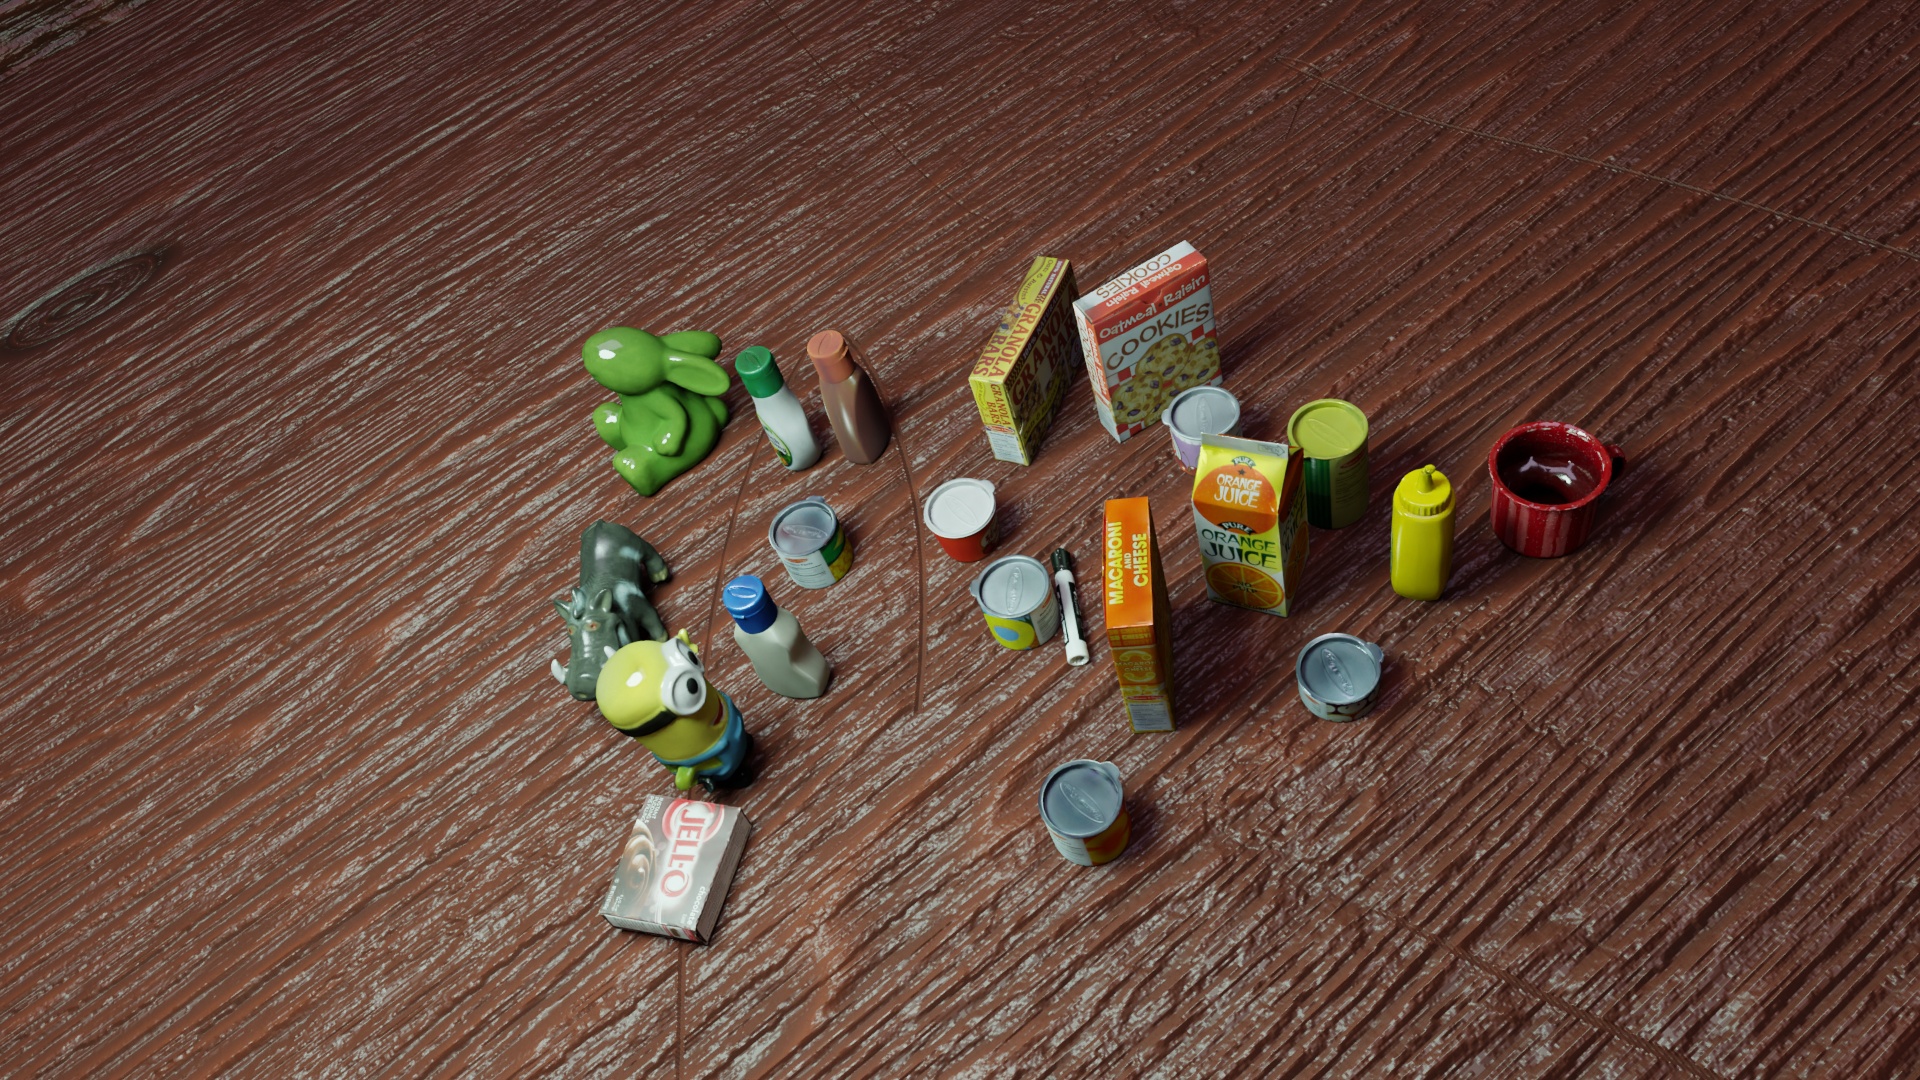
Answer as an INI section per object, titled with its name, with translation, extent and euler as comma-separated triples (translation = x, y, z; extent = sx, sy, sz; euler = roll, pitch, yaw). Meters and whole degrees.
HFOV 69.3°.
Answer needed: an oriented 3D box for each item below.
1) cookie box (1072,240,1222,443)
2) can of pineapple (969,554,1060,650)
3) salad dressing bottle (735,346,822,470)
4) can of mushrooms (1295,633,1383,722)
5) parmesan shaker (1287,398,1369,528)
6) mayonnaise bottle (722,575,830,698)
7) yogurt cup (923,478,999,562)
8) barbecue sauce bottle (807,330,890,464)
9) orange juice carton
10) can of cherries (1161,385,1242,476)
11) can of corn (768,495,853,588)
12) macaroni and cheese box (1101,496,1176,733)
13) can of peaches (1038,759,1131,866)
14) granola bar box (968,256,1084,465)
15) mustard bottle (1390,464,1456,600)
[cookie box]
translation = 0.179, -0.183, 1.301
extent = 0.123, 0.166, 0.040
euler = -30, 52, -7
[can of pineapple]
translation = 0.050, 0.055, 1.228
extent = 0.071, 0.057, 0.071
euler = -8, 52, 11
[salad dressing bottle]
translation = -0.181, -0.131, 1.378
extent = 0.044, 0.147, 0.064
euler = -35, 52, -10
[can of mushrooms]
translation = 0.309, 0.111, 1.127
extent = 0.071, 0.033, 0.071
euler = -8, 52, 10
[parmesan shaker]
translation = 0.319, -0.064, 1.211
extent = 0.071, 0.102, 0.071
euler = -8, 52, 11
[mayonnaise bottle]
translation = -0.163, 0.085, 1.209
extent = 0.065, 0.147, 0.041
euler = 6, 56, 20
[yogurt cup]
translation = 0.005, -0.016, 1.298
extent = 0.072, 0.053, 0.073
euler = -8, 52, 10
[barbecue sauce bottle]
translation = -0.110, -0.143, 1.366
extent = 0.043, 0.148, 0.065
euler = 7, 56, 21
[orange juice carton]
translation = 0.240, -0.023, 1.146
extent = 0.072, 0.191, 0.073
euler = 13, 59, 24
[can of cherries]
translation = 0.226, -0.101, 1.295
extent = 0.071, 0.058, 0.072
euler = -8, 52, 11
[can of corn]
translation = -0.140, 0.002, 1.323
extent = 0.071, 0.058, 0.071
euler = -8, 52, 11
[macaroni and cheese box]
translation = 0.145, 0.063, 1.125
extent = 0.040, 0.165, 0.124
euler = -6, 53, 12
[can of peaches]
translation = 0.101, 0.214, 1.094
extent = 0.071, 0.057, 0.071
euler = -8, 52, 11
[granola bar box]
translation = 0.071, -0.175, 1.353
extent = 0.039, 0.123, 0.166
euler = 13, 59, 25
[mustard bottle]
translation = 0.374, -0.014, 1.122
extent = 0.049, 0.159, 0.065
euler = 7, 57, 21
